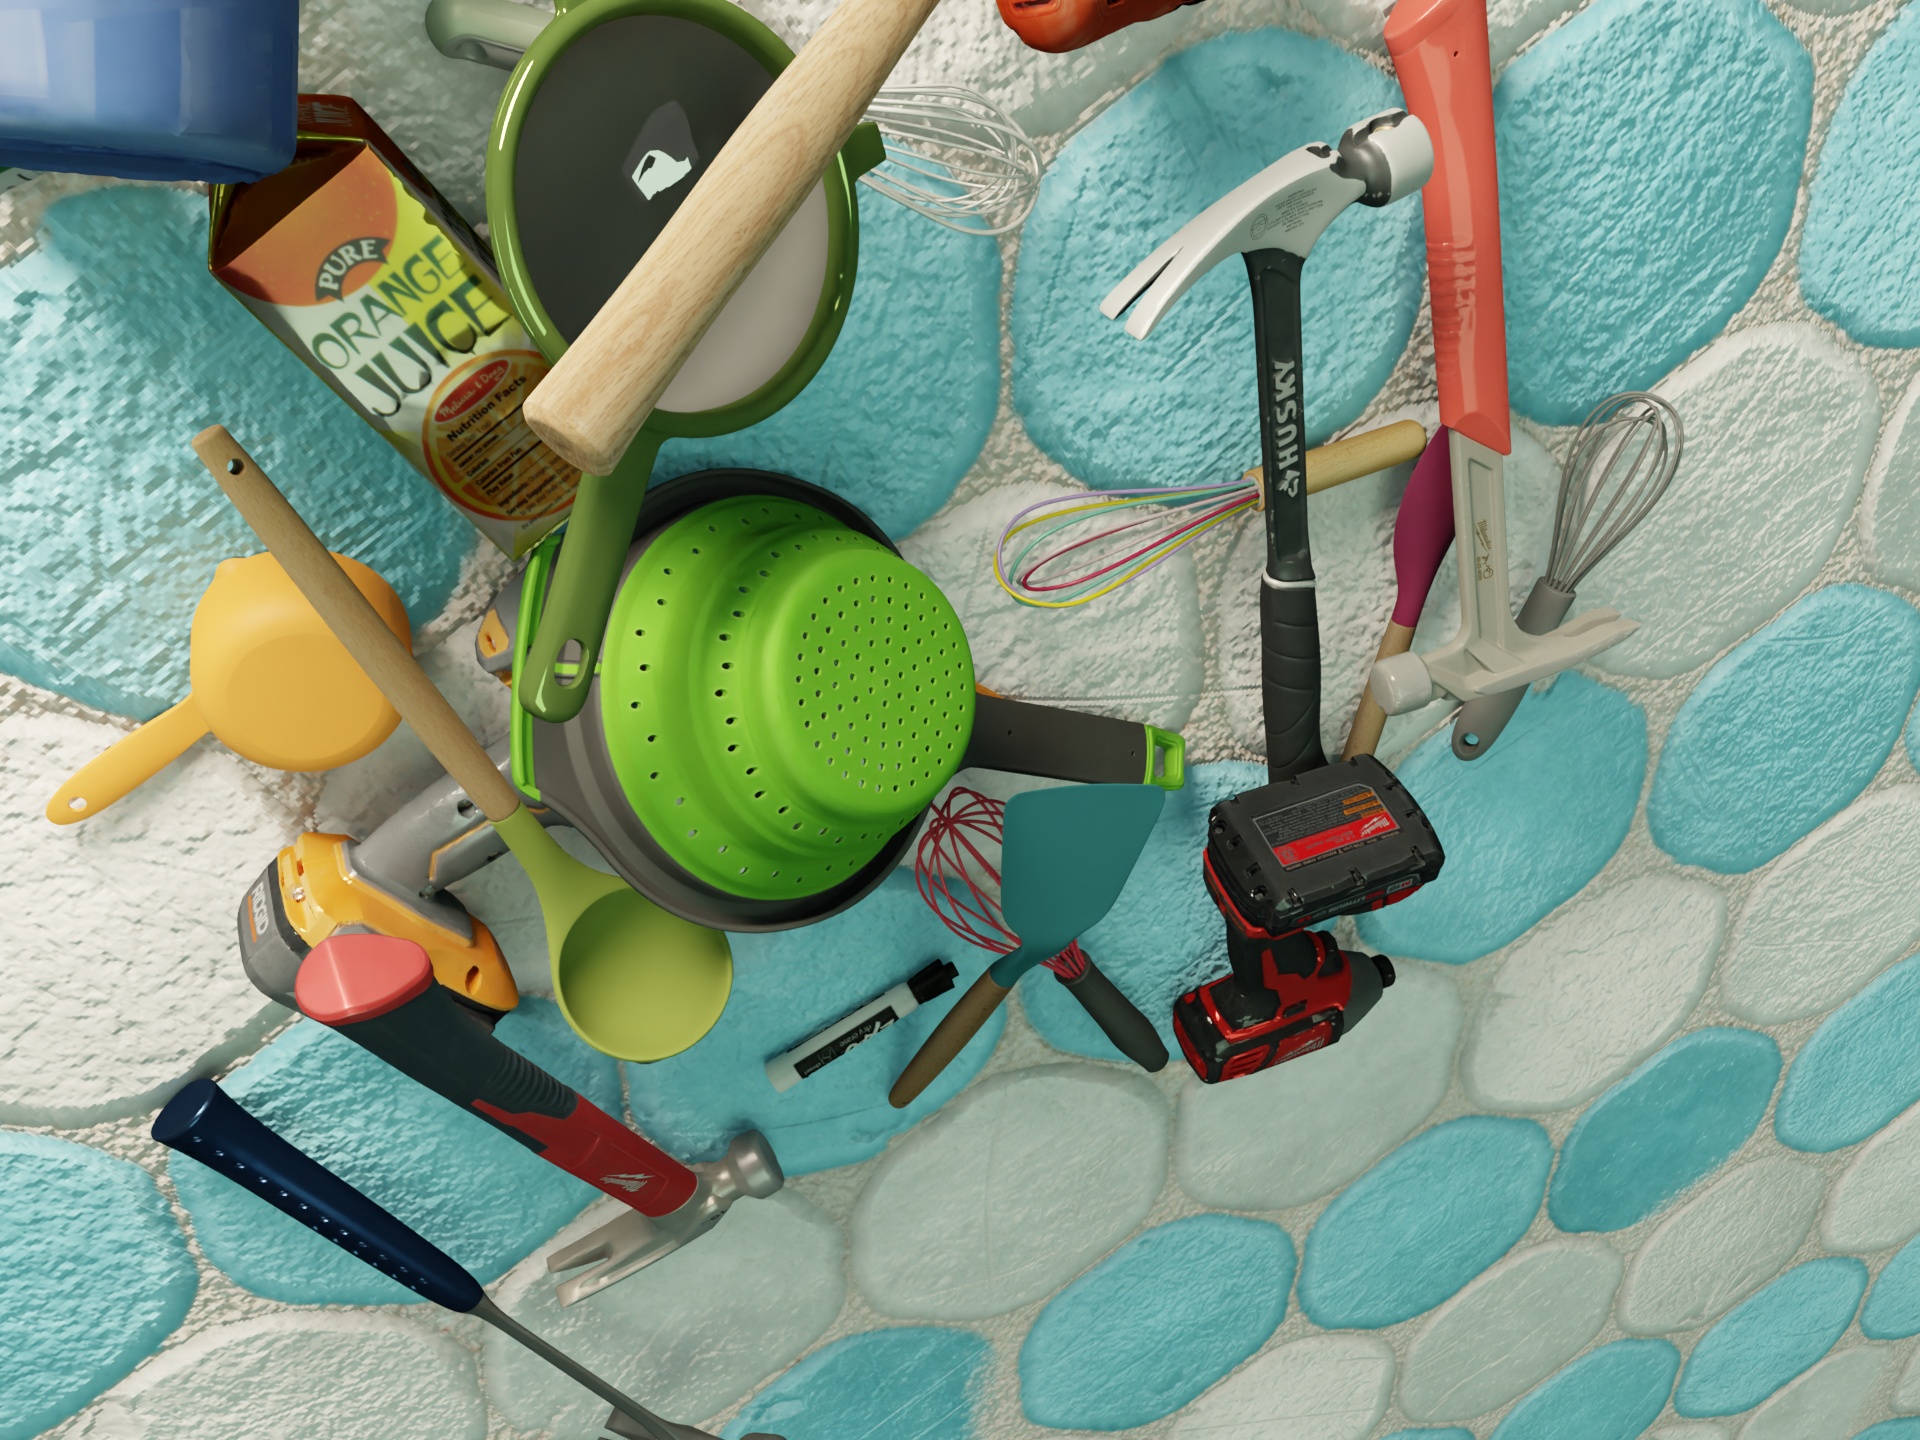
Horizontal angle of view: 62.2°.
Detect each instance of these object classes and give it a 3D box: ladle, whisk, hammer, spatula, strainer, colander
[{"bbox_3d":[-0.190,0.019,0.631,0.078,0.062,0.319,-46,127,-25],"label":"ladle"},{"bbox_3d":[0.335,-0.076,0.903,0.055,0.055,0.238,4,123,-26],"label":"whisk"},{"bbox_3d":[0.259,-0.176,0.779,0.149,0.037,0.358,-18,119,-8],"label":"hammer"},{"bbox_3d":[0.129,-0.104,0.793,0.245,0.047,0.051,-20,125,-16],"label":"whisk"},{"bbox_3d":[-0.263,0.319,0.861,0.144,0.035,0.405,-13,130,37],"label":"hammer"},{"bbox_3d":[-0.208,0.198,0.756,0.143,0.038,0.385,-29,148,-3],"label":"hammer"},{"bbox_3d":[-0.079,-0.238,0.616,0.246,0.058,0.059,7,83,-23],"label":"whisk"},{"bbox_3d":[0.158,-0.081,0.781,0.149,0.036,0.408,-28,138,-12],"label":"hammer"},{"bbox_3d":[0.055,0.131,0.898,0.073,0.073,0.295,-37,133,2],"label":"whisk"},{"bbox_3d":[-0.044,-0.221,0.559,0.129,0.031,0.331,45,68,-40],"label":"hammer"},{"bbox_3d":[0.012,0.132,0.828,0.082,0.044,0.317,-2,148,-24],"label":"spatula"},{"bbox_3d":[-0.127,-0.128,0.572,0.151,0.069,0.256,16,90,-45],"label":"strainer"},{"bbox_3d":[-0.001,-0.002,0.724,0.396,0.094,0.204,9,80,-42],"label":"colander"}]

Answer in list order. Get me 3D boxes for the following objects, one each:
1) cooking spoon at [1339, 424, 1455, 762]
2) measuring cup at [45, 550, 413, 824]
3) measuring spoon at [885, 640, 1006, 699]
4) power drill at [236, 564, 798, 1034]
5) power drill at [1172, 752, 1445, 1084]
[{"bbox_3d":[0.243,-0.033,0.898,0.068,0.017,0.318,-15,129,-37],"label":"cooking spoon"},{"bbox_3d":[-0.306,0.003,0.659,0.173,0.052,0.095,-36,128,-2],"label":"measuring cup"},{"bbox_3d":[0.002,-0.011,0.814,0.116,0.011,0.021,30,105,-35],"label":"measuring spoon"},{"bbox_3d":[-0.189,0.056,0.732,0.226,0.084,0.185,-46,128,3],"label":"power drill"},{"bbox_3d":[0.203,0.125,0.929,0.143,0.079,0.219,-17,141,-12],"label":"power drill"}]
